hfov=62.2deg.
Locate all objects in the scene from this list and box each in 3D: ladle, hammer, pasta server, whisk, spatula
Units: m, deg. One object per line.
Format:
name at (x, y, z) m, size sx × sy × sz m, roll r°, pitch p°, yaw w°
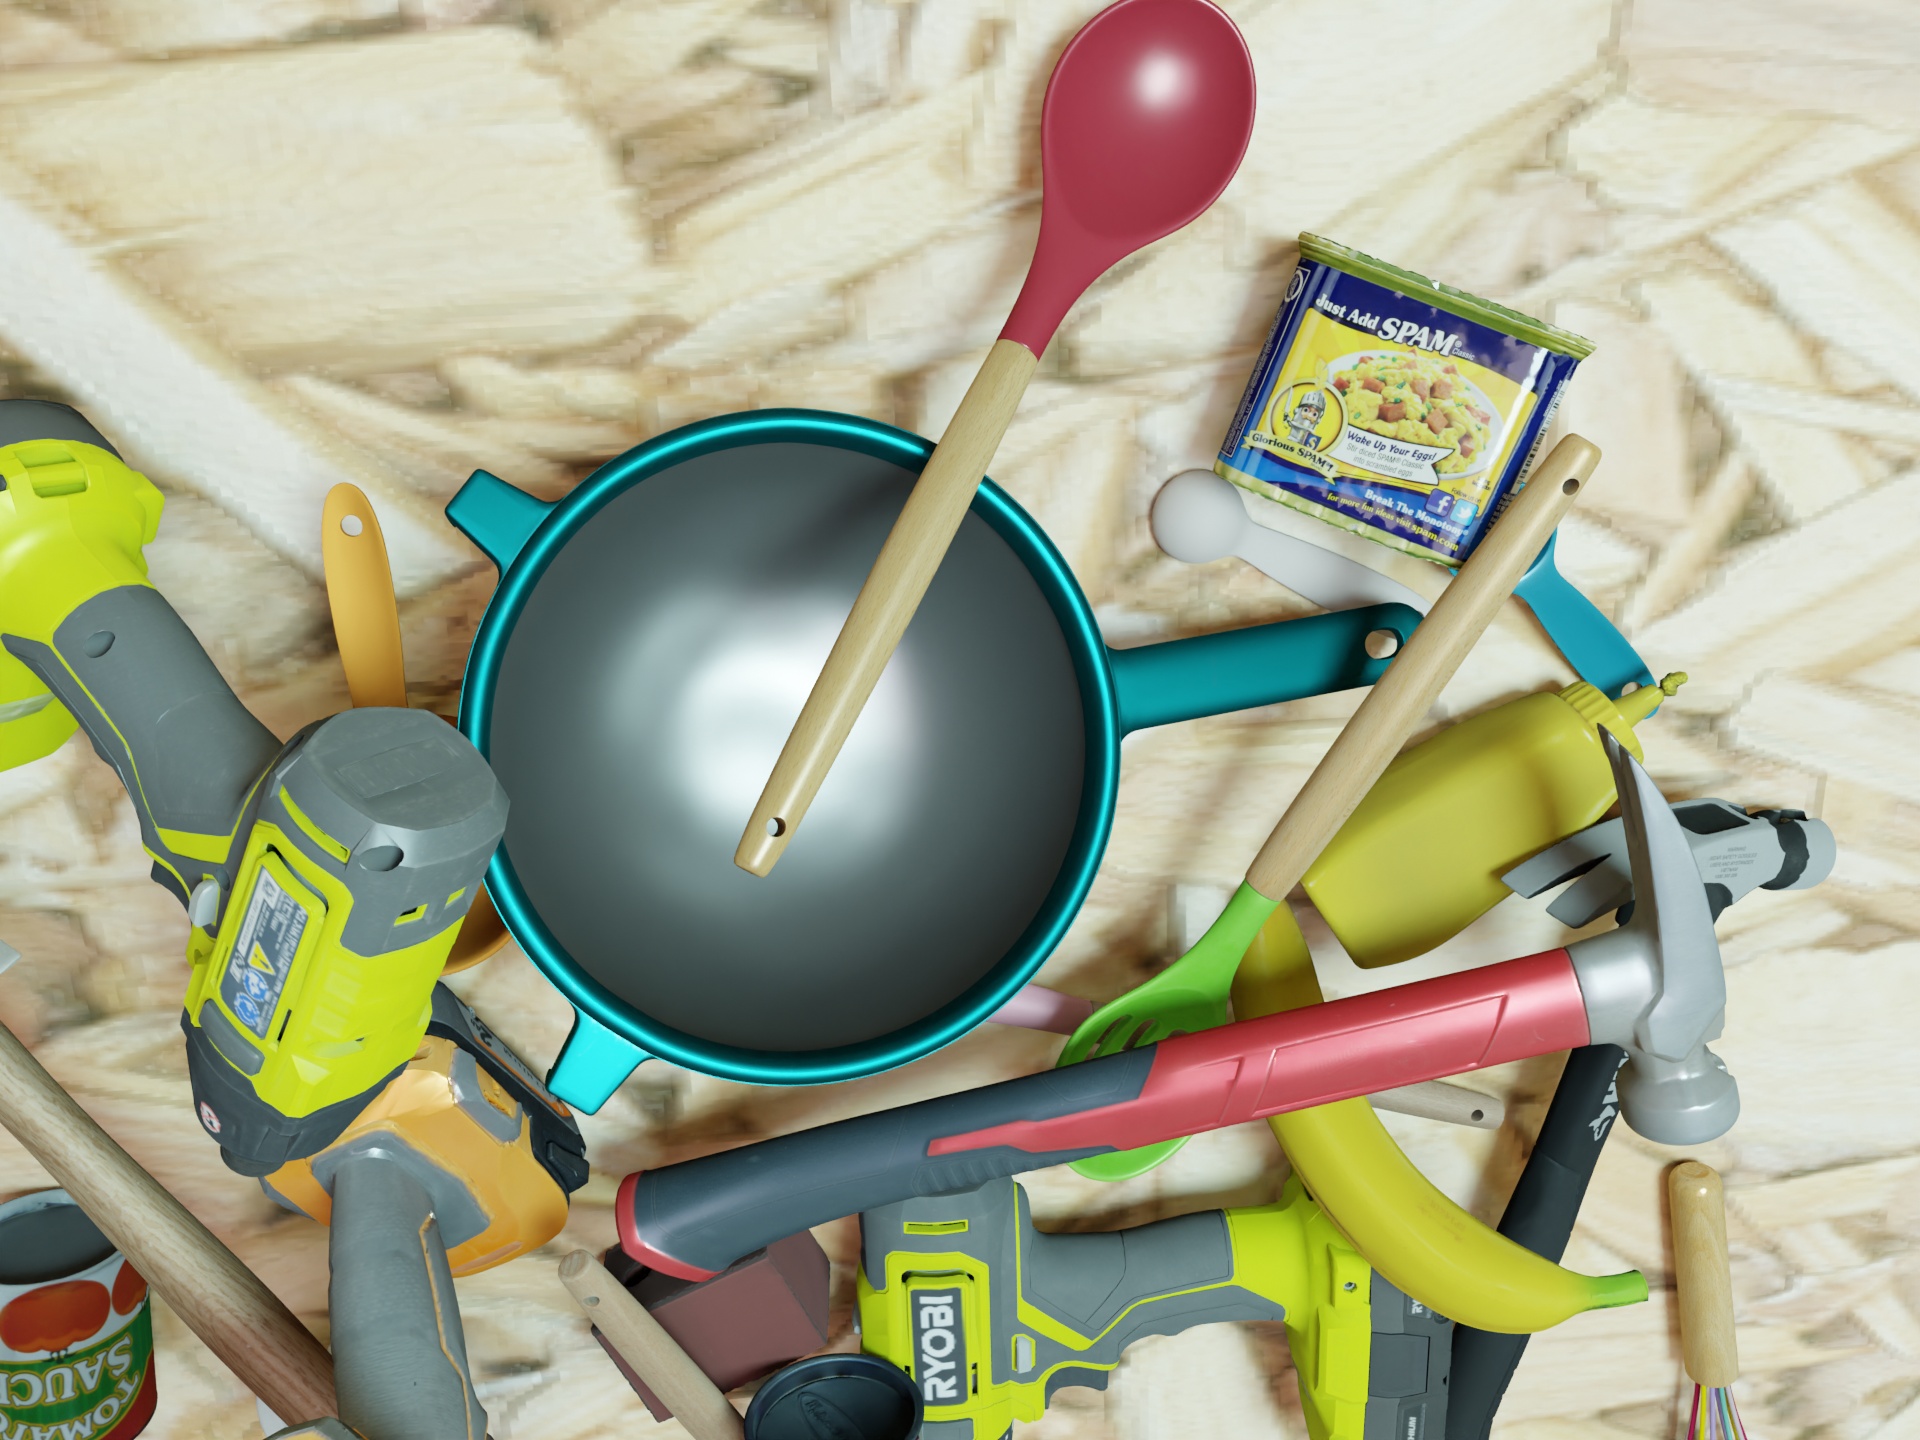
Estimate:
ladle at (0.008, -0.093, 0.498) m, size 0.069 × 0.031 × 0.315 m, roll 30°, pitch 79°, yaw -13°
hammer at (-0.276, 0.182, 0.554) m, size 0.331 × 0.031 × 0.130 m, roll 52°, pitch 140°, yaw -10°
pasta server at (0.073, 0.120, 0.628) m, size 0.316 × 0.040 × 0.060 m, roll 15°, pitch 105°, yaw -13°
hammer at (0.235, 0.187, 0.639) m, size 0.146 × 0.035 × 0.334 m, roll 1°, pitch 114°, yaw -31°
whisk at (0.330, 0.306, 0.698) m, size 0.047 × 0.051 × 0.245 m, roll -10°, pitch 105°, yaw 4°
spatula at (-0.076, 0.300, 0.632) m, size 0.060 × 0.018 × 0.315 m, roll -24°, pitch 126°, yaw 2°
hammer at (0.058, 0.117, 0.548) m, size 0.386 × 0.038 × 0.143 m, roll -15°, pitch 107°, yaw 9°

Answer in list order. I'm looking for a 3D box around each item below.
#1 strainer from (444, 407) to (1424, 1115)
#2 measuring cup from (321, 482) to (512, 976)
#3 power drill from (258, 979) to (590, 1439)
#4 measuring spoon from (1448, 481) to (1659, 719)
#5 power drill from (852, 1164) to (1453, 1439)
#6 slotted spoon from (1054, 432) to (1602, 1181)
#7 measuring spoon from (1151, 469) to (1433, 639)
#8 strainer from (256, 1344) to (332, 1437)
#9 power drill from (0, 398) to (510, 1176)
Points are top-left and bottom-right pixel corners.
strainer at (-0.001, -0.002, 0.555) m, size 0.340 × 0.095 × 0.211 m, roll -10°, pitch 91°, yaw -20°
measuring cup at (-0.193, 0.001, 0.555) m, size 0.095 × 0.052 × 0.173 m, roll -5°, pitch 106°, yaw -3°
power drill at (-0.167, 0.222, 0.532) m, size 0.084 × 0.226 × 0.185 m, roll -24°, pitch 131°, yaw 3°
measuring spoon at (0.223, -0.044, 0.596) m, size 0.042 × 0.021 × 0.128 m, roll -41°, pitch 115°, yaw 16°
power drill at (0.072, 0.258, 0.644) m, size 0.228 × 0.080 × 0.190 m, roll -2°, pitch 107°, yaw -1°
slotted spoon at (0.121, 0.039, 0.551) m, size 0.070 × 0.031 × 0.313 m, roll 21°, pitch 113°, yaw -23°
measuring spoon at (0.127, -0.055, 0.580) m, size 0.124 × 0.018 × 0.034 m, roll 23°, pitch 104°, yaw -12°
strainer at (-0.253, 0.342, 0.662) m, size 0.087 × 0.050 × 0.258 m, roll 18°, pitch 112°, yaw 9°
power drill at (-0.247, 0.023, 0.482) m, size 0.223 × 0.080 × 0.171 m, roll 41°, pitch 121°, yaw 15°
